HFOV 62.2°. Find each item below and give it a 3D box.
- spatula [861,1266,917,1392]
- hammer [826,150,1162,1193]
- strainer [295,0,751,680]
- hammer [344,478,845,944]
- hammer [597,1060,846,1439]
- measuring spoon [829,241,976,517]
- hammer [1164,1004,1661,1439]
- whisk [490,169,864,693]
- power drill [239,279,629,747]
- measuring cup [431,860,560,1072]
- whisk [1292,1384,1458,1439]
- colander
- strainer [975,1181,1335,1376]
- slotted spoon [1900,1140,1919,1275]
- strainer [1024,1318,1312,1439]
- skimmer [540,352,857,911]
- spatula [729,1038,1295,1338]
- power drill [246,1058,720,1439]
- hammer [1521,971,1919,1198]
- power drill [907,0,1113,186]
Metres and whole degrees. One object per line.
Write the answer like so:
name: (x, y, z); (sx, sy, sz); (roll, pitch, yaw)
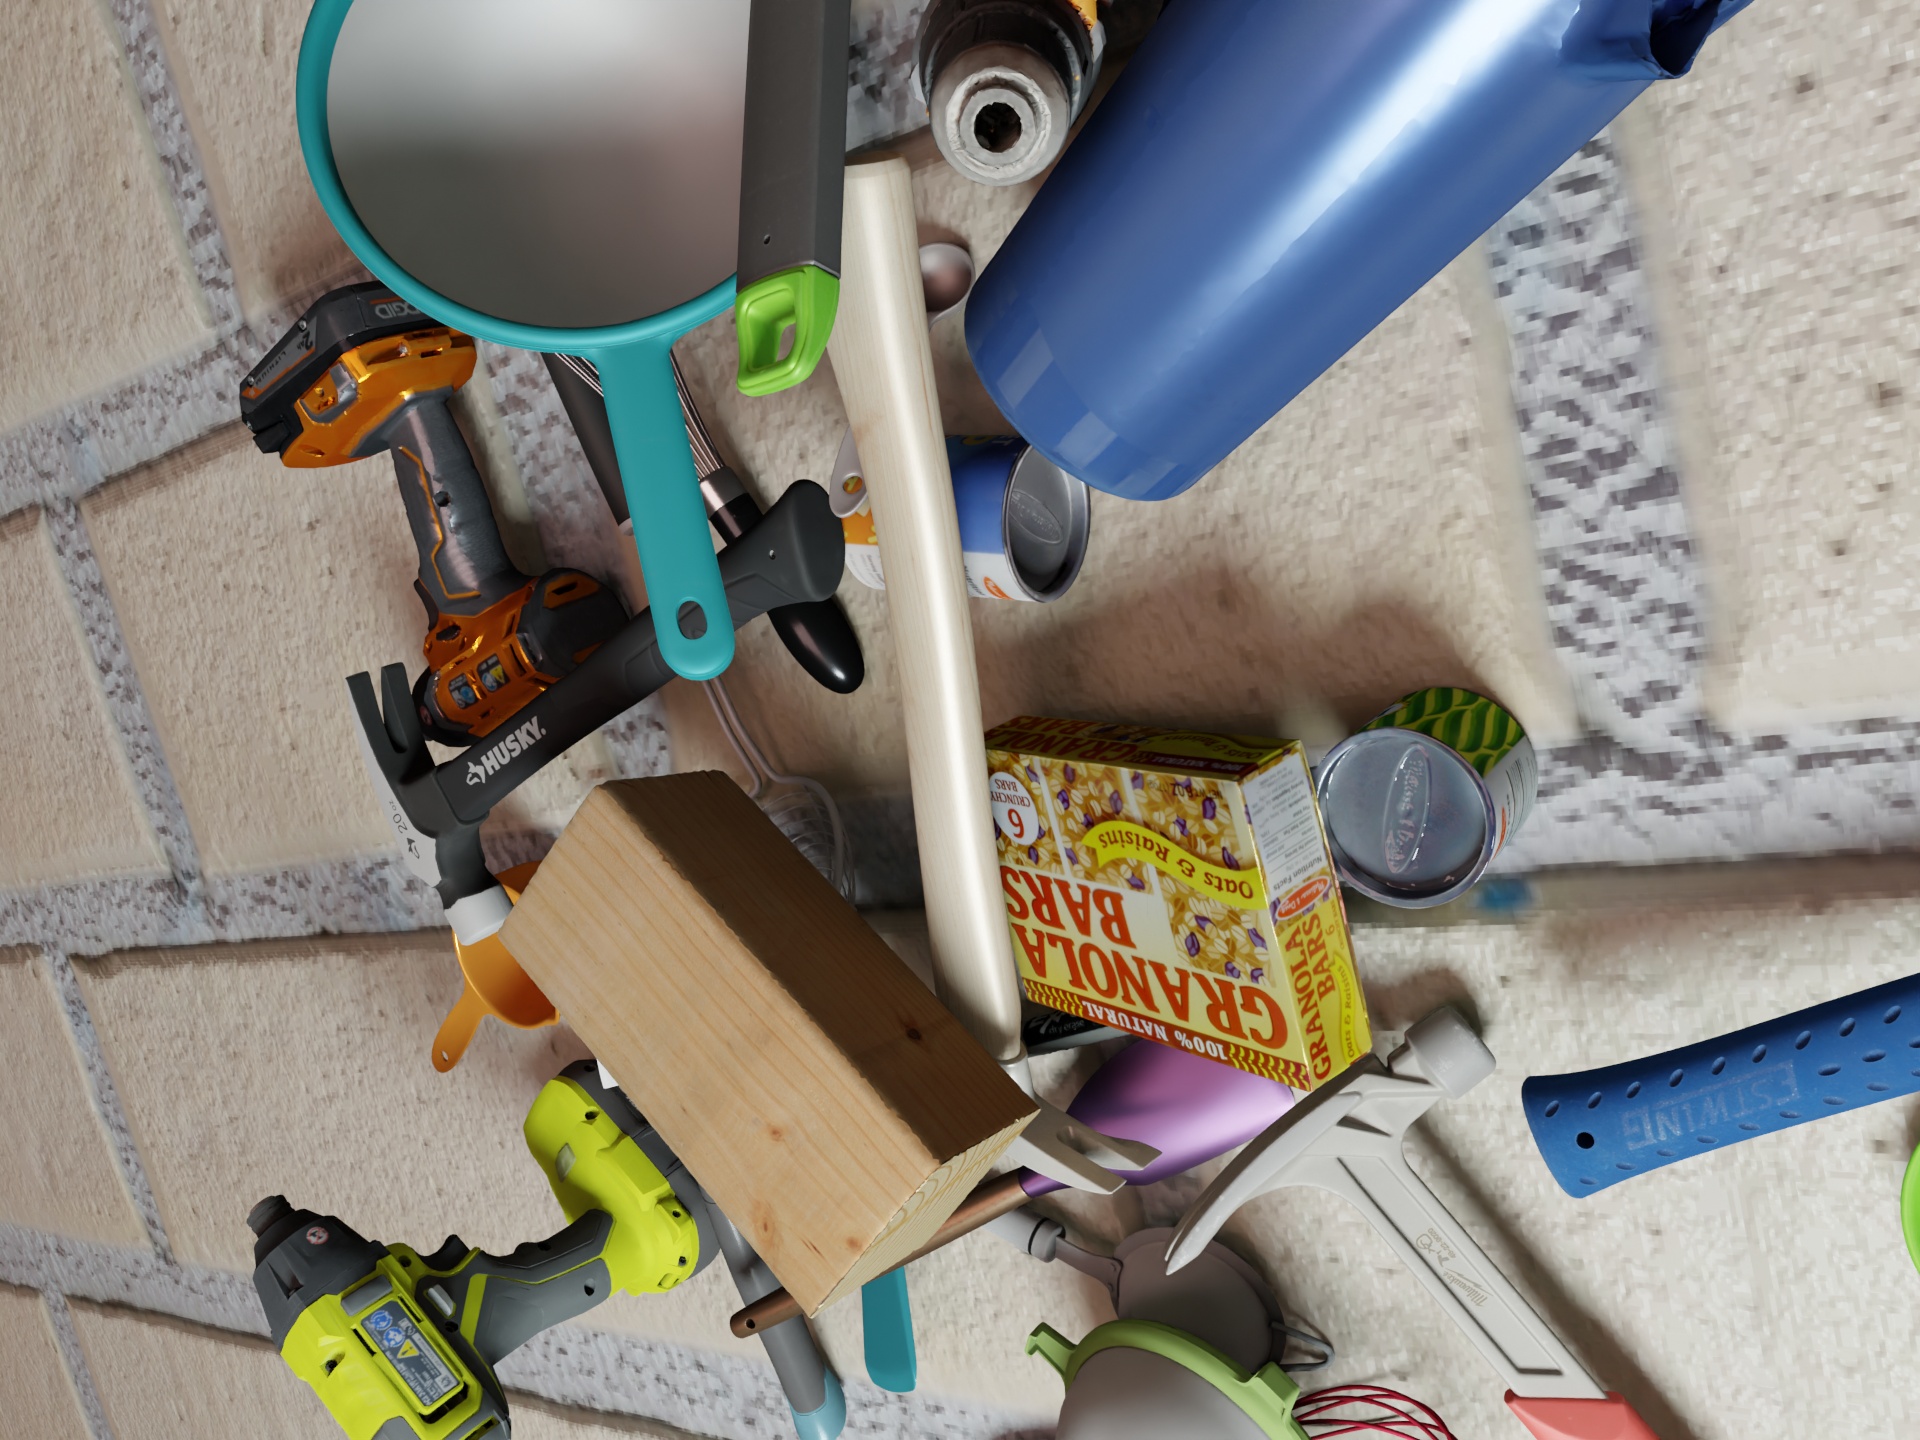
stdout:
spatula: (-0.098, 0.192, 0.822); (0.317, 0.044, 0.082); (59, 154, 7)
hammer: (-0.001, -0.002, 0.612); (0.146, 0.038, 0.410); (20, 128, 44)
strainer: (-0.138, -0.177, 0.650); (0.211, 0.095, 0.340); (-13, 84, -6)
hammer: (-0.171, -0.017, 0.724); (0.335, 0.035, 0.146); (-30, 87, 37)
hammer: (-0.123, 0.237, 0.819); (0.033, 0.128, 0.330); (-18, 110, -1)
measuring spoon: (-0.025, -0.136, 0.642); (0.034, 0.018, 0.124); (18, 79, 17)
hammer: (0.243, 0.288, 0.593); (0.149, 0.036, 0.359); (-41, 84, 5)
whisk: (-0.129, -0.131, 0.730); (0.070, 0.070, 0.284); (-35, 89, 37)
power drill: (-0.281, -0.095, 0.834); (0.164, 0.084, 0.226); (-25, 94, 38)
measuring cup: (-0.257, 0.148, 0.915); (0.095, 0.052, 0.173); (49, 128, 12)
whisk: (0.109, 0.346, 0.723); (0.296, 0.073, 0.073); (-29, 88, 44)
colander: (-0.075, -0.304, 0.510); (0.204, 0.094, 0.397); (-8, 75, 39)
strainer: (0.046, 0.250, 0.745); (0.259, 0.050, 0.086); (19, 119, 32)
slotted spoon: (0.344, 0.046, 0.477); (0.070, 0.031, 0.313); (11, 110, 32)
strainer: (0.102, 0.377, 0.651); (0.151, 0.069, 0.256); (-15, 97, 50)
skimmer: (-0.148, -0.033, 0.753); (0.127, 0.090, 0.363); (-23, 92, 40)
spatula: (0.009, 0.221, 0.733); (0.316, 0.018, 0.060); (-34, 84, 23)
power drill: (-0.245, 0.278, 0.839); (0.171, 0.223, 0.080); (45, 125, 15)
hammer: (0.357, 0.064, 0.439); (0.405, 0.035, 0.144); (-29, 88, 31)
power drill: (0.052, -0.274, 0.479); (0.084, 0.185, 0.226); (26, 123, -13)
